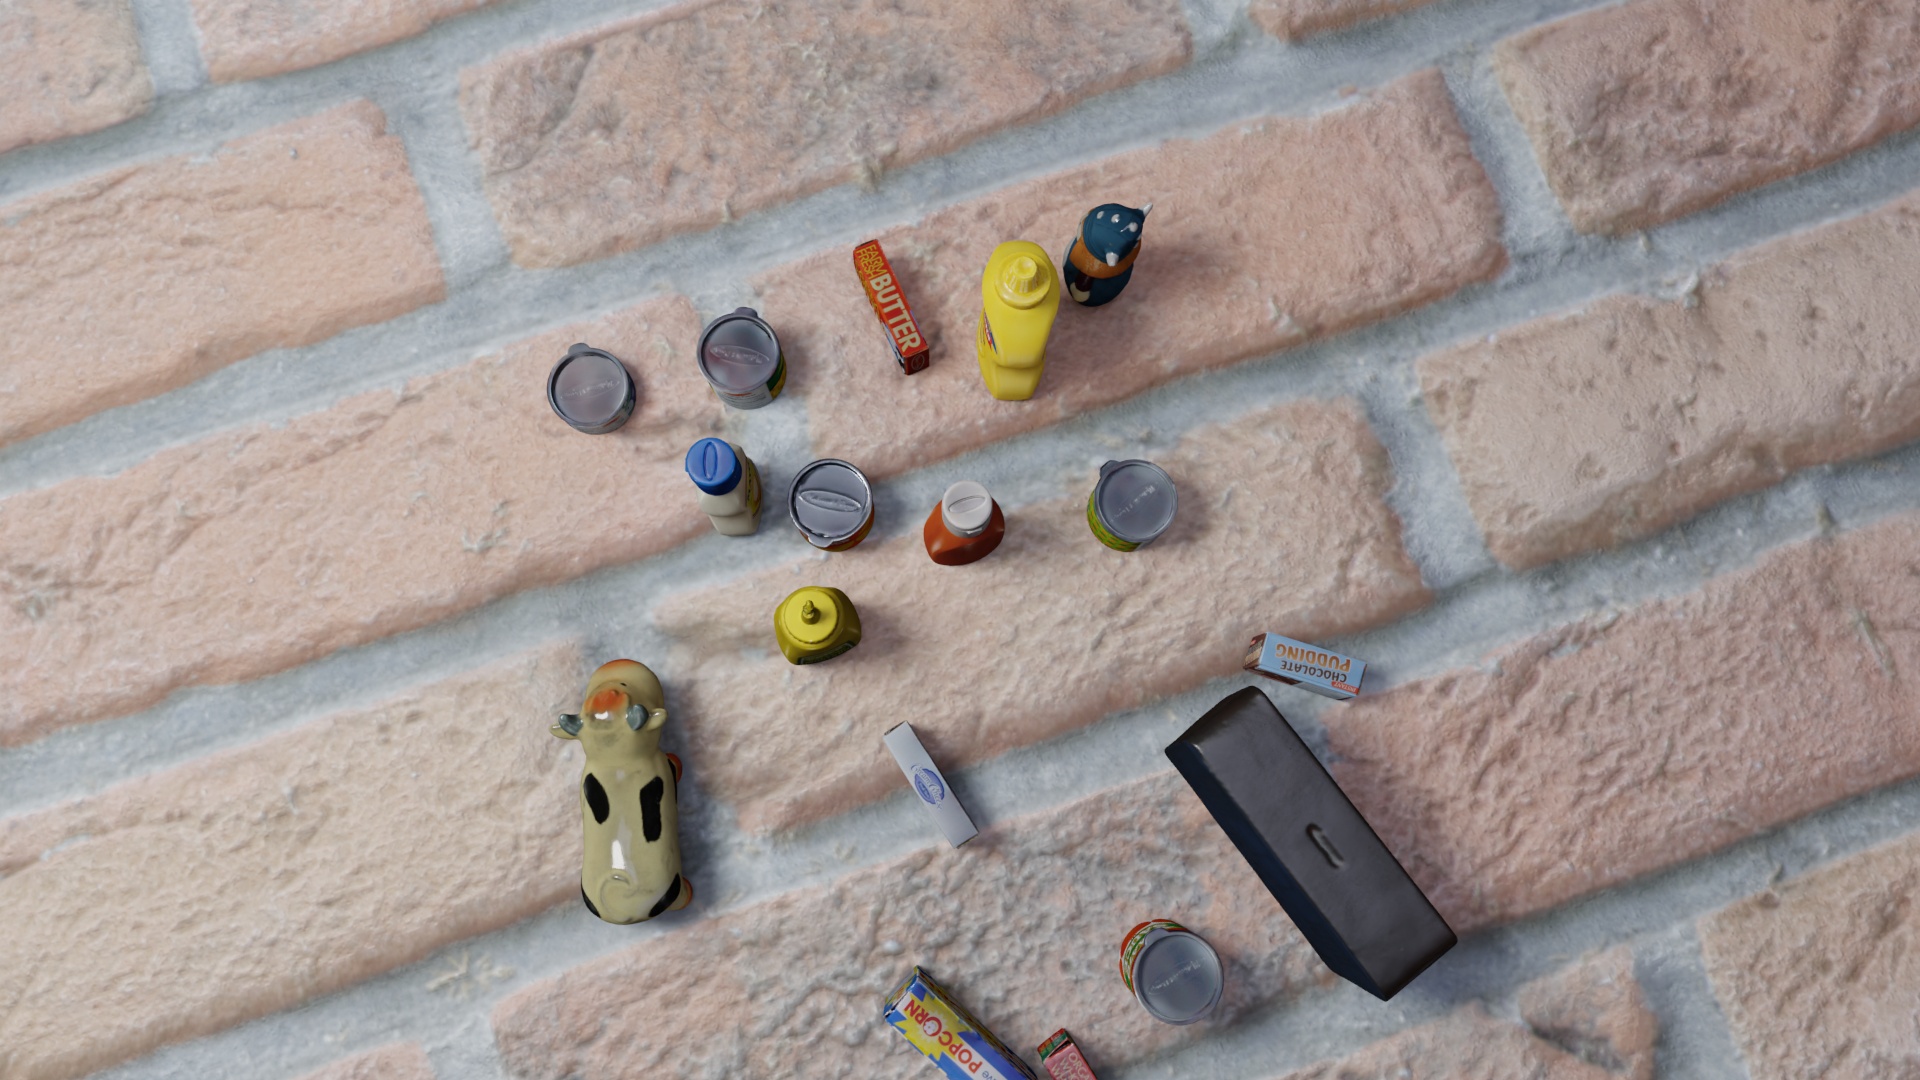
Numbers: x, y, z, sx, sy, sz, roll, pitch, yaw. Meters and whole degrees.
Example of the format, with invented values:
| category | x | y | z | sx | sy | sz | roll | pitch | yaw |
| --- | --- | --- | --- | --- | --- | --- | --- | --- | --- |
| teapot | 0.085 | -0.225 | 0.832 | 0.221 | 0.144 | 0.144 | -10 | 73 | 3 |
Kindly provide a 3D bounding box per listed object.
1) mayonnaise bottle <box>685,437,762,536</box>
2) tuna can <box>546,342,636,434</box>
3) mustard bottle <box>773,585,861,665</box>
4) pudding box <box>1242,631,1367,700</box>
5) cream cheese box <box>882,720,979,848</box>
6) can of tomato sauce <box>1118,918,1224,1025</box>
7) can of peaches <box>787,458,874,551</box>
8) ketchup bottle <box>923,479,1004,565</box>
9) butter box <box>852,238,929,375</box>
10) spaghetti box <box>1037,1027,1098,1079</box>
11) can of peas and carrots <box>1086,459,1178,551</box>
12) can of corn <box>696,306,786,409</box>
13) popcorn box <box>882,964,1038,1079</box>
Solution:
| category | x | y | z | sx | sy | sz | roll | pitch | yaw |
| --- | --- | --- | --- | --- | --- | --- | --- | --- | --- |
| mayonnaise bottle | -0.180 | -0.044 | 1.062 | 0.041 | 0.148 | 0.065 | -1 | 81 | -2 |
| tuna can | -0.300 | -0.123 | 1.130 | 0.071 | 0.032 | 0.071 | 0 | 80 | -1 |
| mustard bottle | -0.110 | 0.062 | 1.039 | 0.065 | 0.160 | 0.049 | -20 | 82 | -4 |
| pudding box | 0.272 | 0.100 | 1.099 | 0.084 | 0.049 | 0.030 | 17 | 81 | 1 |
| cream cheese box | -0.023 | 0.188 | 1.073 | 0.024 | 0.053 | 0.104 | -33 | 83 | -6 |
| can of tomato sauce | 0.155 | 0.320 | 1.040 | 0.071 | 0.083 | 0.071 | 0 | 81 | -1 |
| can of peaches | -0.103 | -0.025 | 1.106 | 0.071 | 0.058 | 0.071 | 0 | 80 | -1 |
| ketchup bottle | 0.004 | -0.013 | 1.061 | 0.065 | 0.148 | 0.043 | -18 | 82 | -4 |
| butter box | -0.057 | -0.190 | 1.138 | 0.024 | 0.053 | 0.103 | -24 | 82 | -5 |
| spaghetti box | 0.136 | 0.479 | 1.029 | 0.029 | 0.050 | 0.250 | -32 | 83 | -6 |
| can of peas and carrots | 0.135 | -0.029 | 1.113 | 0.071 | 0.058 | 0.071 | 0 | 80 | -1 |
| can of corn | -0.176 | -0.146 | 1.125 | 0.071 | 0.058 | 0.071 | 0 | 80 | -1 |
| popcorn box | 0.002 | 0.375 | 1.026 | 0.127 | 0.085 | 0.038 | 41 | 82 | 5 |
